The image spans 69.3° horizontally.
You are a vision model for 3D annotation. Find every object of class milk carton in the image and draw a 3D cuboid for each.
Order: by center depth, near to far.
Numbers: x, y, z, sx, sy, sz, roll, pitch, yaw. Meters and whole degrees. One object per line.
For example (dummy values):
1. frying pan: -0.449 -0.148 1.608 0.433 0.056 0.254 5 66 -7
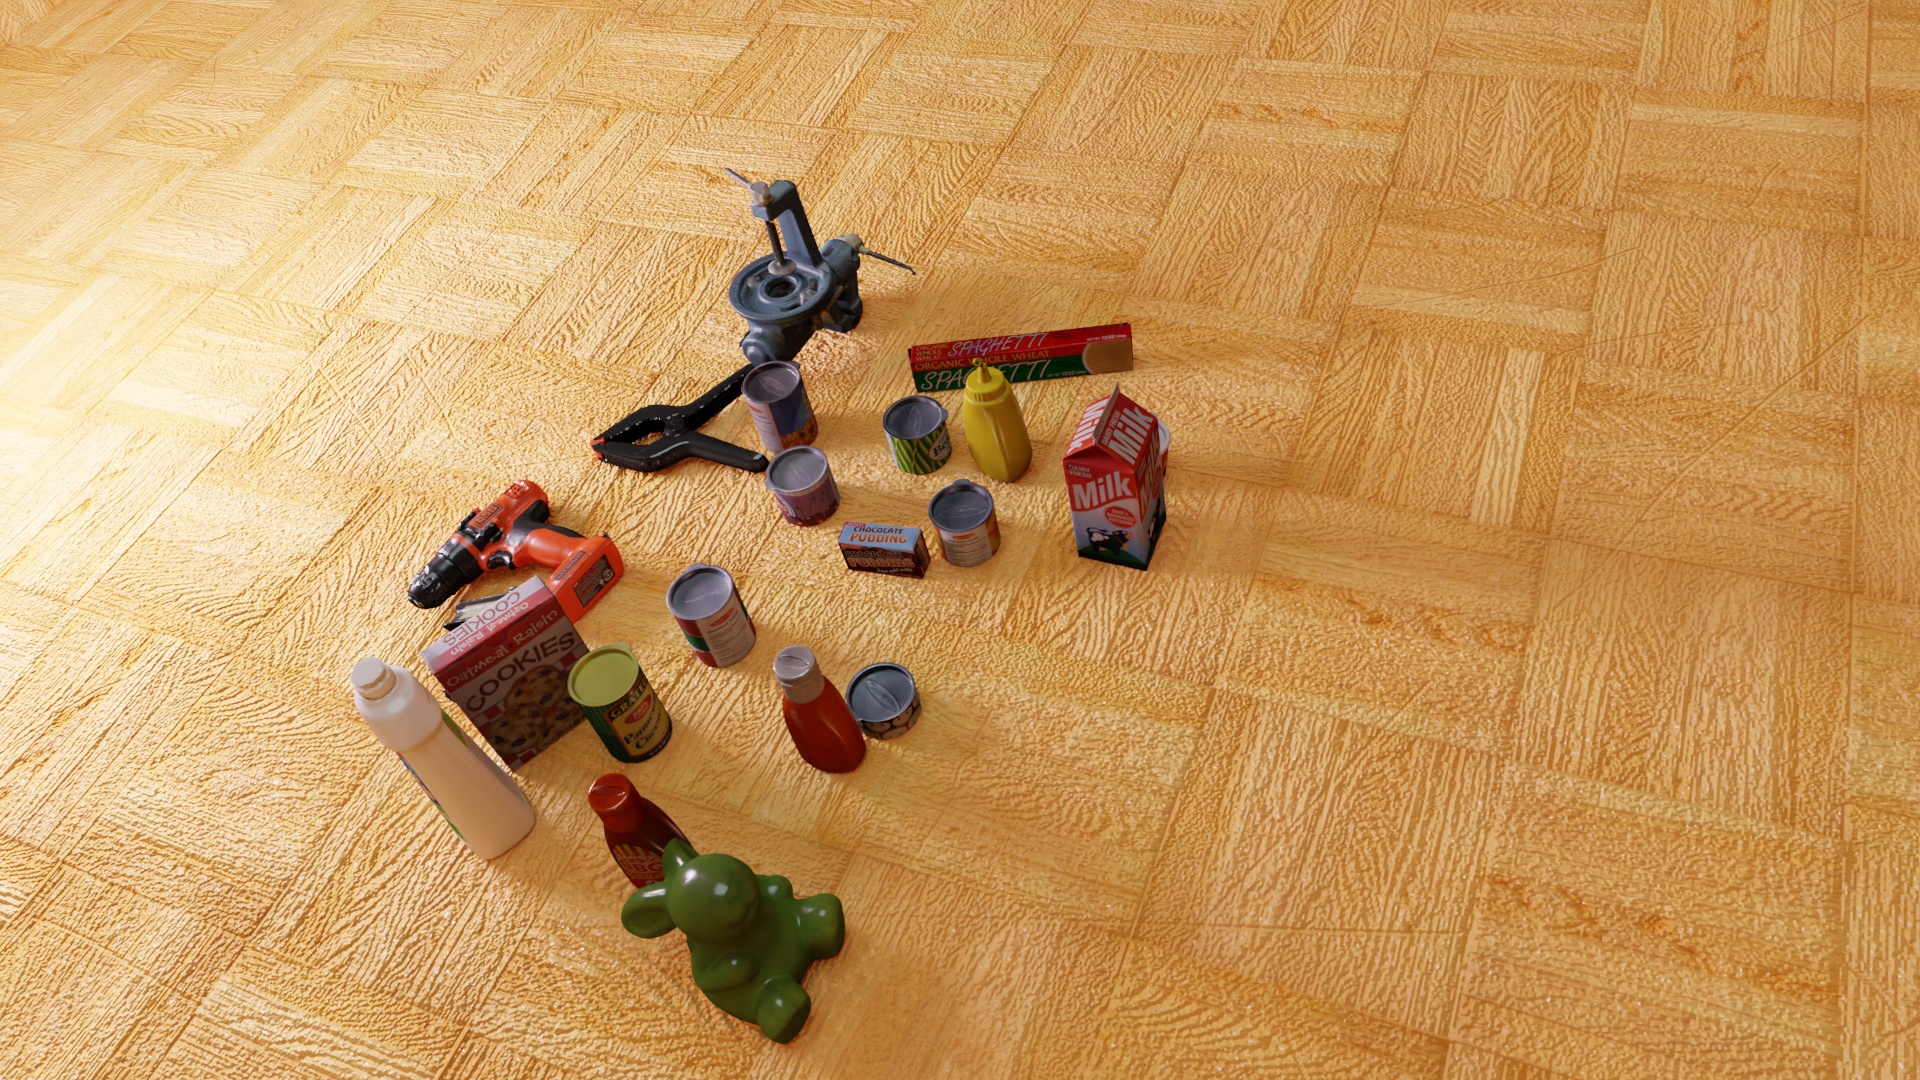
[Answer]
1. milk carton: 0.146 -0.061 1.319 0.073 0.189 0.073 12 54 21

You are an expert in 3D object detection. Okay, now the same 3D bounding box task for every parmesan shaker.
1. parmesan shaker: -0.313 0.152 1.294 0.071 0.102 0.072 -6 50 7

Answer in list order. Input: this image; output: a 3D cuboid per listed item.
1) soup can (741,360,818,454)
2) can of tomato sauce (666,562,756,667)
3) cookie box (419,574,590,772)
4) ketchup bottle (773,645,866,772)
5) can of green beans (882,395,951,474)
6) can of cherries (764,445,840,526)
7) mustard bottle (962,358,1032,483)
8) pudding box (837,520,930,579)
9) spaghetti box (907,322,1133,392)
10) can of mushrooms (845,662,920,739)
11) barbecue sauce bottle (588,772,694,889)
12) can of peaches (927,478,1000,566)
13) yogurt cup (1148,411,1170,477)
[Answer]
1. soup can: -0.196 -0.148 1.535 0.071 0.083 0.072 -6 50 7
2. can of tomato sauce: -0.243 0.074 1.358 0.071 0.082 0.071 -6 50 7
3. cookie box: -0.406 0.126 1.292 0.123 0.166 0.040 -37 53 -19
4. ketchup bottle: -0.129 0.150 1.226 0.065 0.148 0.044 11 54 21
5. can of green beans: -0.046 -0.113 1.491 0.071 0.057 0.071 -6 49 7
6. can of cherries: -0.168 -0.056 1.469 0.071 0.058 0.072 -6 49 7
7. mustard bottle: 0.034 -0.129 1.420 0.065 0.159 0.049 30 62 31
8. pudding box: -0.077 0.009 1.400 0.084 0.049 0.030 7 52 17
9. spaghetti box: 0.067 -0.203 1.549 0.250 0.050 0.029 -5 50 8
10. can of mushrooms: -0.073 0.150 1.290 0.071 0.033 0.071 -6 49 7
11. barbecue sauce bottle: -0.271 0.248 1.173 0.065 0.147 0.044 -1 50 11
12. can of peaches: 0.005 -0.018 1.399 0.071 0.057 0.071 -6 49 7
13. yogurt cup: 0.182 -0.088 1.424 0.072 0.053 0.073 -6 49 7
